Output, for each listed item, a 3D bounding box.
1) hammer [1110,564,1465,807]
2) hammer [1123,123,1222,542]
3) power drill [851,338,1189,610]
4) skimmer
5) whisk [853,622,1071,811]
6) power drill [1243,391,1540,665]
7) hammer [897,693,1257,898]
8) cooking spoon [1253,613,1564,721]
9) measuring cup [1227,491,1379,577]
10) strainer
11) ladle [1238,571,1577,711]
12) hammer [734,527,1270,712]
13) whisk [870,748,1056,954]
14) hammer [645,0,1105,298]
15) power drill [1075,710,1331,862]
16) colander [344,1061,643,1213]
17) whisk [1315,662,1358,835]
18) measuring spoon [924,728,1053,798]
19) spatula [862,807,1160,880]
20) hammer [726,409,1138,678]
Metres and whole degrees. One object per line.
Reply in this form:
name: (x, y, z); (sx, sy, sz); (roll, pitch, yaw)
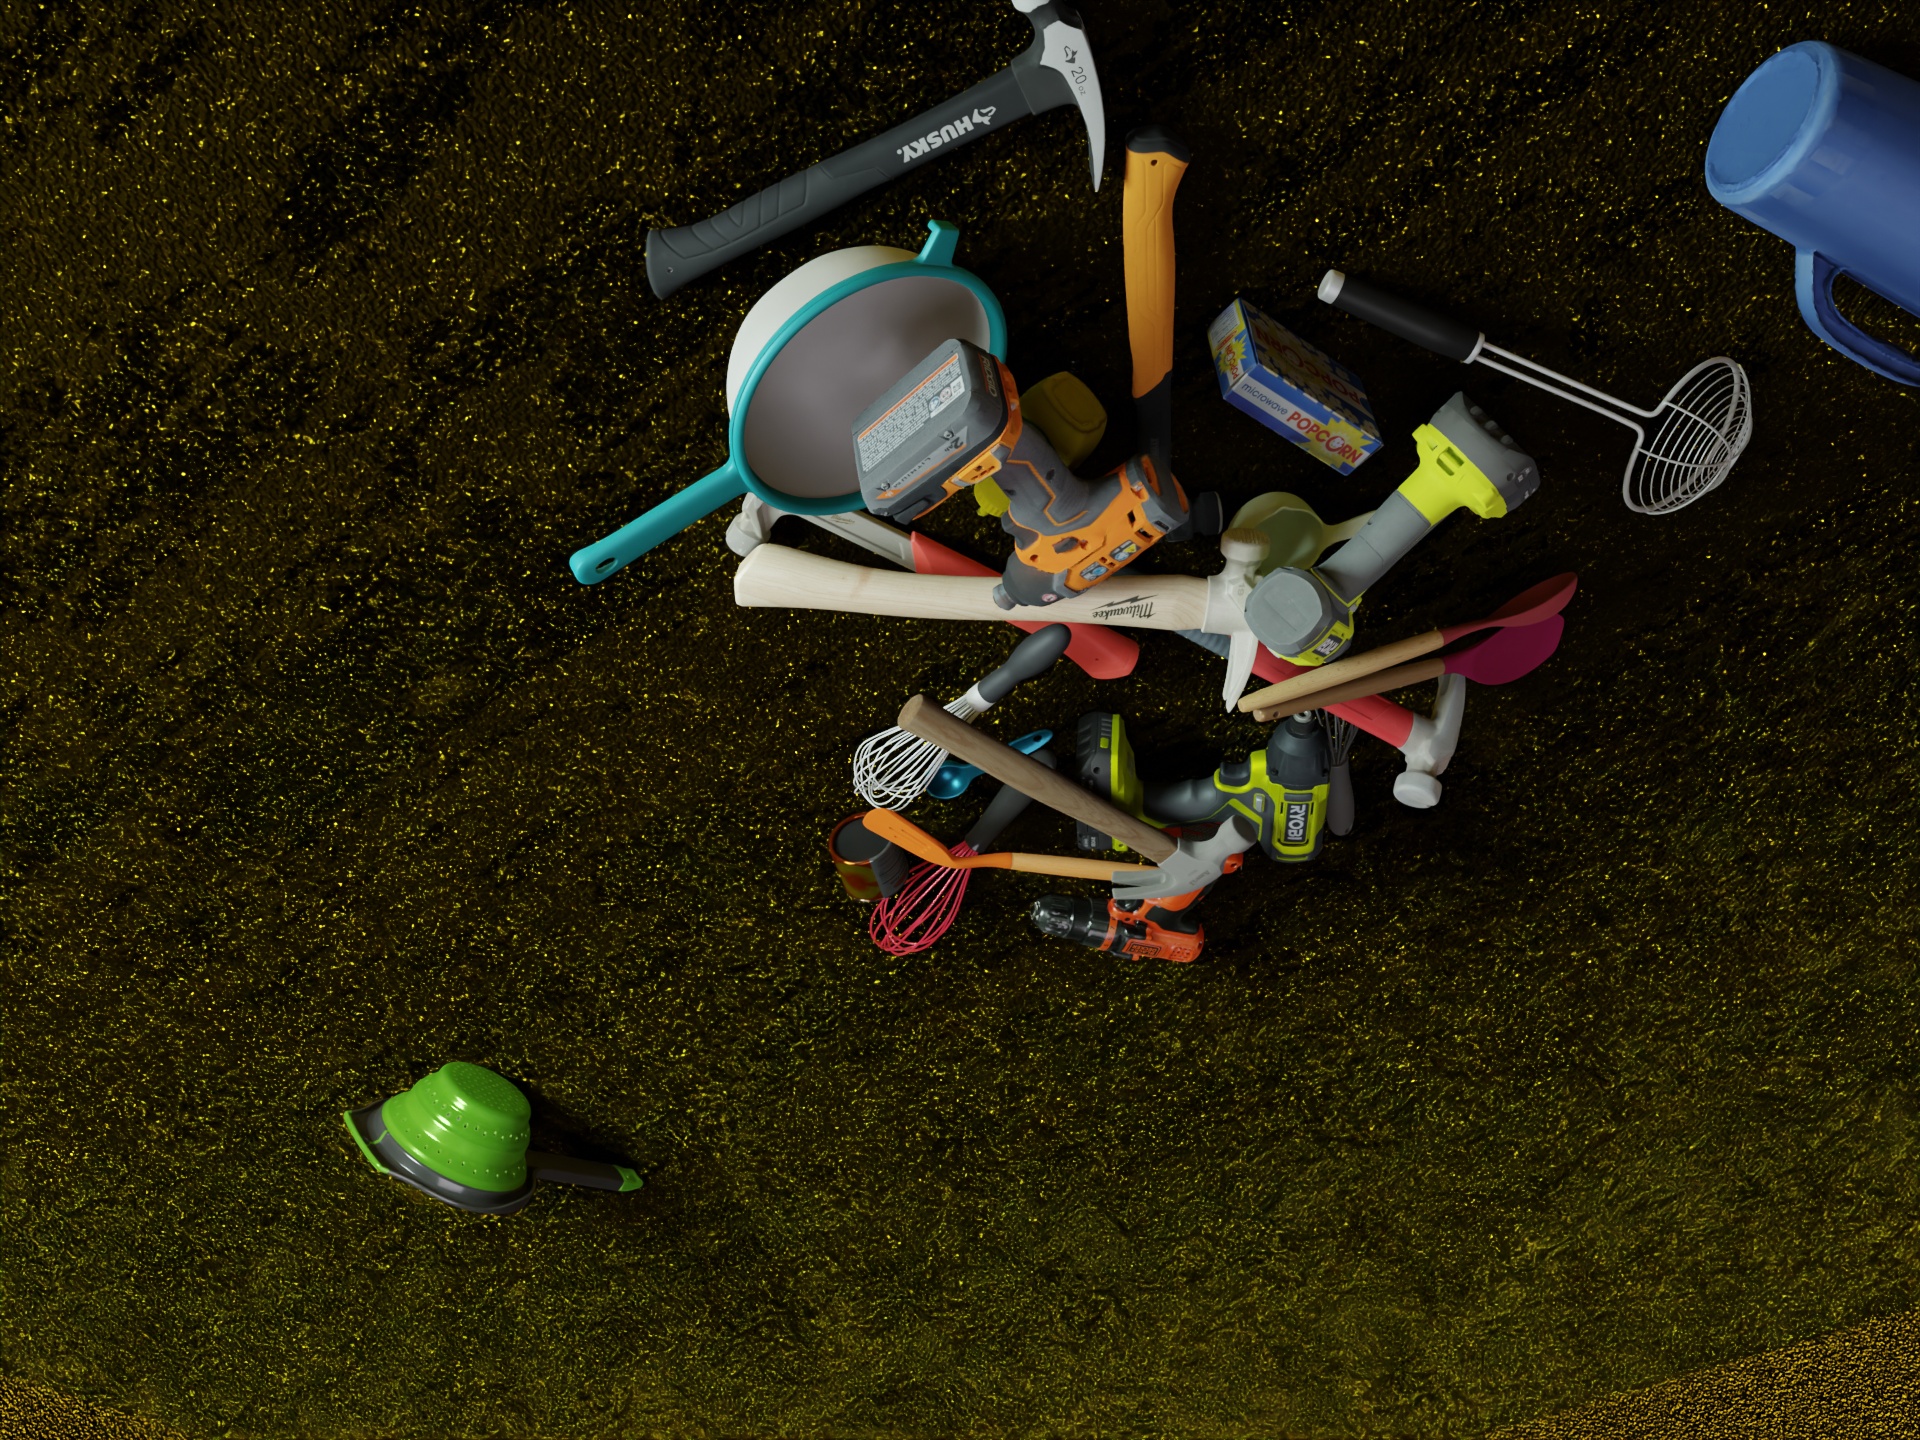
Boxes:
hammer: (0.253, -0.069, 1.330); (0.386, 0.143, 0.038); (26, 156, -13)
hammer: (0.131, -0.265, 1.156); (0.127, 0.034, 0.336); (-6, 135, 1)
power drill: (0.032, -0.154, 1.112); (0.164, 0.084, 0.226); (-34, 140, 31)
skimmer: (0.426, -0.258, 1.181); (0.363, 0.090, 0.127); (21, 113, -8)
whisk: (-0.003, -0.005, 1.369); (0.070, 0.070, 0.284); (28, 133, -27)
power drill: (0.326, -0.130, 1.214); (0.228, 0.080, 0.190); (-45, 162, 15)
hammer: (0.089, 0.066, 1.373); (0.331, 0.031, 0.130); (28, 128, -21)
cooking spoon: (0.380, -0.040, 1.331); (0.319, 0.017, 0.068); (-14, 129, -22)
measuring cup: (0.291, -0.160, 1.277); (0.167, 0.038, 0.083); (-17, 134, -9)
strainer: (-0.133, -0.215, 1.095); (0.340, 0.095, 0.210); (-32, 151, -1)
ladle: (0.367, -0.060, 1.293); (0.315, 0.069, 0.031); (-19, 93, -13)
hammer: (0.030, -0.087, 1.249); (0.410, 0.038, 0.146); (3, 117, 0)
whisk: (0.003, 0.131, 1.530); (0.073, 0.073, 0.295); (24, 123, -25)
hammer: (-0.063, -0.359, 1.050); (0.335, 0.035, 0.146); (-21, 132, 17)
power drill: (0.216, 0.053, 1.425); (0.223, 0.080, 0.171); (0, 135, 7)
colander: (-0.494, 0.469, 1.807); (0.396, 0.205, 0.094); (30, 93, -48)
whisk: (0.346, 0.033, 1.462); (0.055, 0.055, 0.238); (-11, 139, 7)
measuring spoon: (0.025, 0.033, 1.463); (0.128, 0.021, 0.042); (-25, 131, 8)
spatula: (0.070, 0.123, 1.473); (0.322, 0.041, 0.081); (7, 163, -13)
hammer: (0.000, -0.125, 1.287); (0.358, 0.037, 0.149); (24, 129, -24)
